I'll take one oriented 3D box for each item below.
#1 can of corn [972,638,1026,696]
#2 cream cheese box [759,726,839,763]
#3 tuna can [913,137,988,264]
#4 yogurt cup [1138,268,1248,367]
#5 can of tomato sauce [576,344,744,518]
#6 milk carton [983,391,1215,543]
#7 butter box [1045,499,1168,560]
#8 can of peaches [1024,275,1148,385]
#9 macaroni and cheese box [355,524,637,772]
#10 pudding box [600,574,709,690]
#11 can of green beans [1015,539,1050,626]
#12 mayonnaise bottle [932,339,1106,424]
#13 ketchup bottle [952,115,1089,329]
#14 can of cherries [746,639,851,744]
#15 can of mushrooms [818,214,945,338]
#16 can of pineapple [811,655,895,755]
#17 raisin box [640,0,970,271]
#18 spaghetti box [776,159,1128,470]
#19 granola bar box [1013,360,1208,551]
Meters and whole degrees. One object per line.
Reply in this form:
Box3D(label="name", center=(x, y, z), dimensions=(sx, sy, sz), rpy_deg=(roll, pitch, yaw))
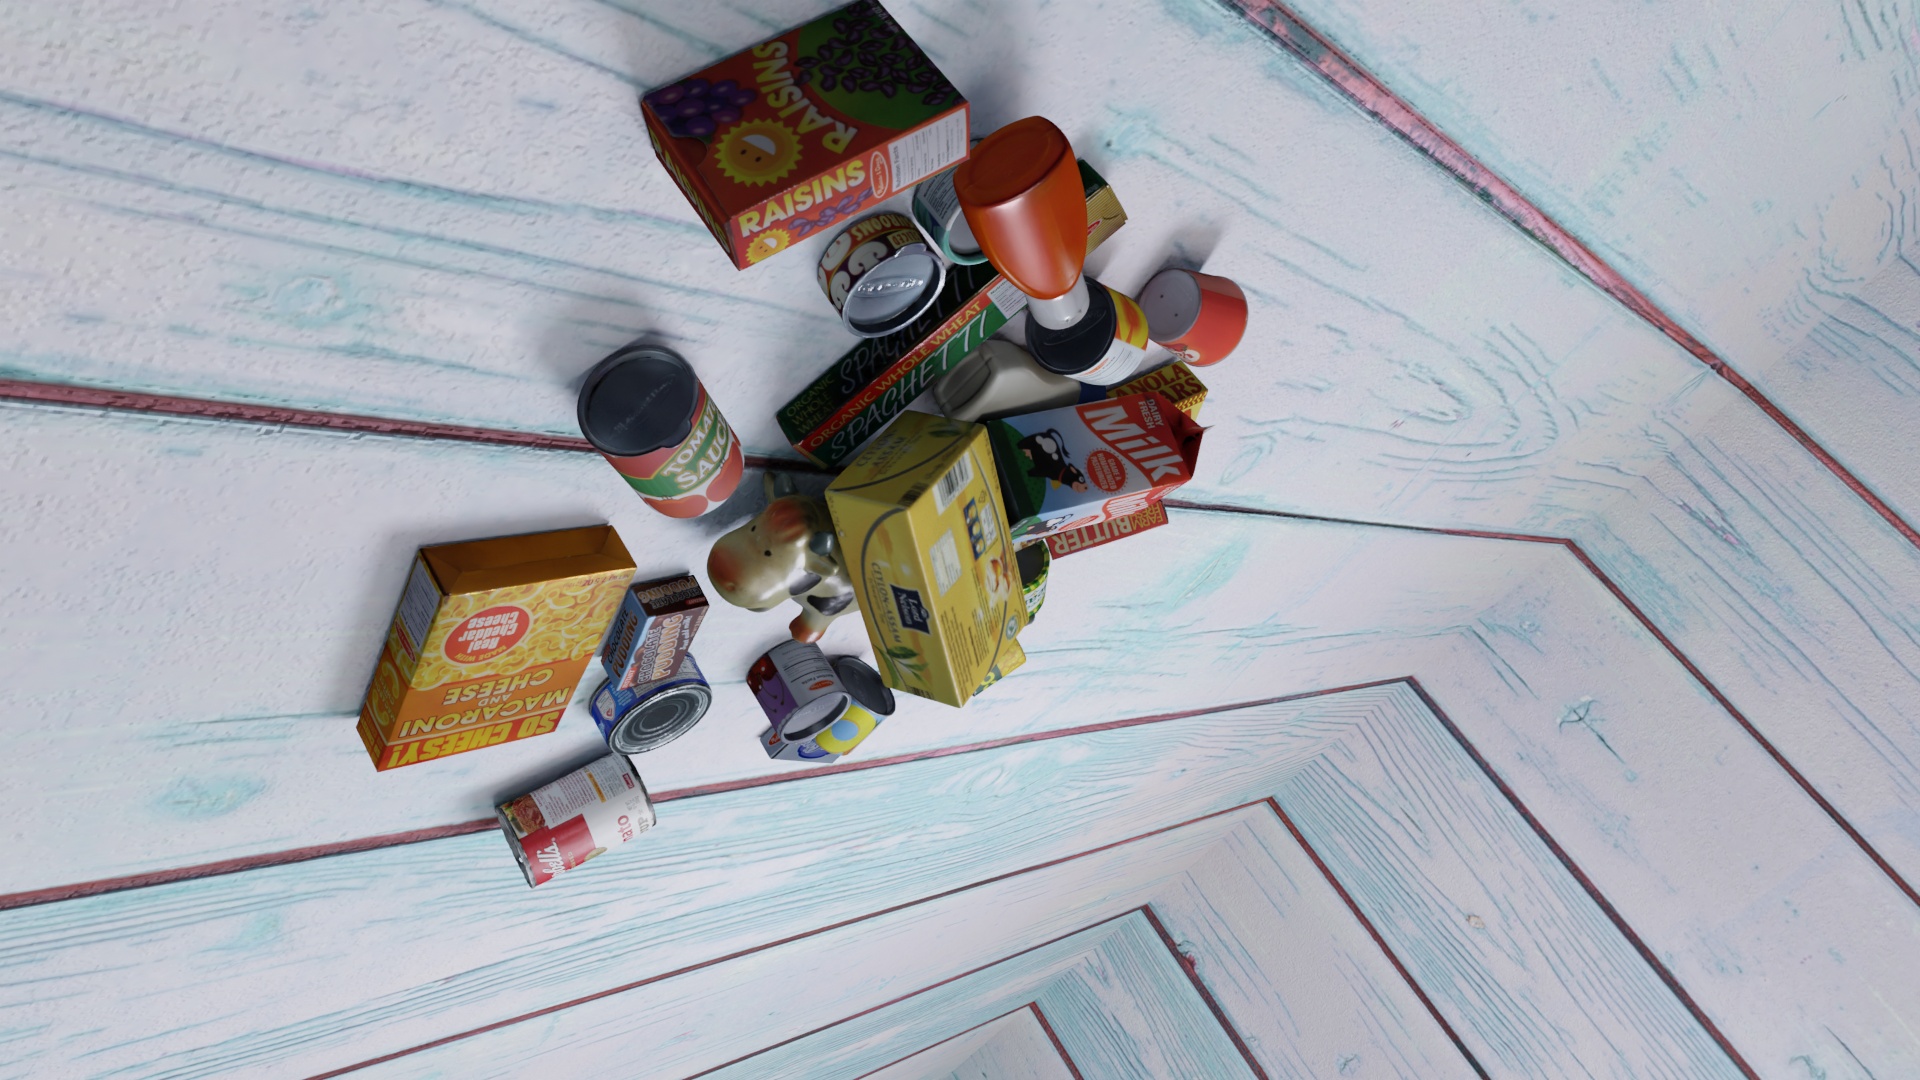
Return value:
Box3D(label="can of corn", center=(0.019, 0.100, 1.258), dimensions=(0.058, 0.071, 0.071), rpy_deg=(-33, 155, -9))
Box3D(label="cream cheese box", center=(-0.130, 0.175, 1.255), dimensions=(0.053, 0.024, 0.104), rpy_deg=(-42, 154, 13))
Box3D(label="tuna can", center=(0.010, -0.190, 0.786), dimensions=(0.071, 0.033, 0.070), rpy_deg=(-28, 154, -15))
Box3D(label="yogurt cup", center=(0.164, -0.162, 0.995), dimensions=(0.054, 0.072, 0.072), rpy_deg=(10, 130, -46))
Box3D(label="can of tomato sauce", center=(-0.160, -0.057, 0.759), dimensions=(0.071, 0.071, 0.083), rpy_deg=(-33, 155, -5))
Box3D(label="milk carton", center=(0.092, -0.054, 0.987), dimensions=(0.191, 0.073, 0.072), rpy_deg=(-13, 167, -32))
Box3D(label="butter box", center=(0.121, -0.015, 1.179), dimensions=(0.103, 0.024, 0.053), rpy_deg=(-18, -166, 4))
Box3D(label="can of peaches", center=(0.084, -0.141, 0.926), dimensions=(0.071, 0.071, 0.058), rpy_deg=(-46, 157, 20))
Box3D(label="macaroni and cheese box", center=(-0.285, 0.065, 0.849), dimensions=(0.124, 0.040, 0.165), rpy_deg=(-9, 143, -45))
Box3D(label="pudding box", center=(-0.210, 0.063, 0.951), dimensions=(0.050, 0.030, 0.083), rpy_deg=(-11, 145, -41))
Box3D(label="can of green beans", center=(0.041, 0.028, 1.165), dimensions=(0.071, 0.071, 0.057), rpy_deg=(-28, 153, -17))
Box3D(label="mayonnaise bottle", center=(0.048, -0.106, 0.972), dimensions=(0.064, 0.041, 0.148), rpy_deg=(-42, 157, 31))
Box3D(label="ketchup bottle", center=(0.043, -0.168, 0.771), dimensions=(0.065, 0.043, 0.148), rpy_deg=(-34, 155, 0))
Box3D(label="can of cherries", center=(-0.132, 0.123, 1.121), dimensions=(0.072, 0.058, 0.071), rpy_deg=(-30, 155, -15))
Box3D(label="can of mushrooms", center=(-0.044, -0.151, 0.783), dimensions=(0.071, 0.033, 0.070), rpy_deg=(-26, 154, -14))
Box3D(label="can of pineapple", center=(-0.100, 0.140, 1.186), dimensions=(0.057, 0.071, 0.071), rpy_deg=(-45, 153, 19))
Box3D(label="raisin box", center=(-0.069, -0.186, 0.629), dimensions=(0.124, 0.086, 0.040), rpy_deg=(-30, 156, -13))
Box3D(label="spaghetti box", center=(-0.006, -0.137, 0.862), dimensions=(0.250, 0.029, 0.050), rpy_deg=(-39, 155, 6))
Box3D(label="granola bar box", center=(0.109, -0.068, 1.116), dimensions=(0.166, 0.039, 0.123), rpy_deg=(-25, 154, -22))
